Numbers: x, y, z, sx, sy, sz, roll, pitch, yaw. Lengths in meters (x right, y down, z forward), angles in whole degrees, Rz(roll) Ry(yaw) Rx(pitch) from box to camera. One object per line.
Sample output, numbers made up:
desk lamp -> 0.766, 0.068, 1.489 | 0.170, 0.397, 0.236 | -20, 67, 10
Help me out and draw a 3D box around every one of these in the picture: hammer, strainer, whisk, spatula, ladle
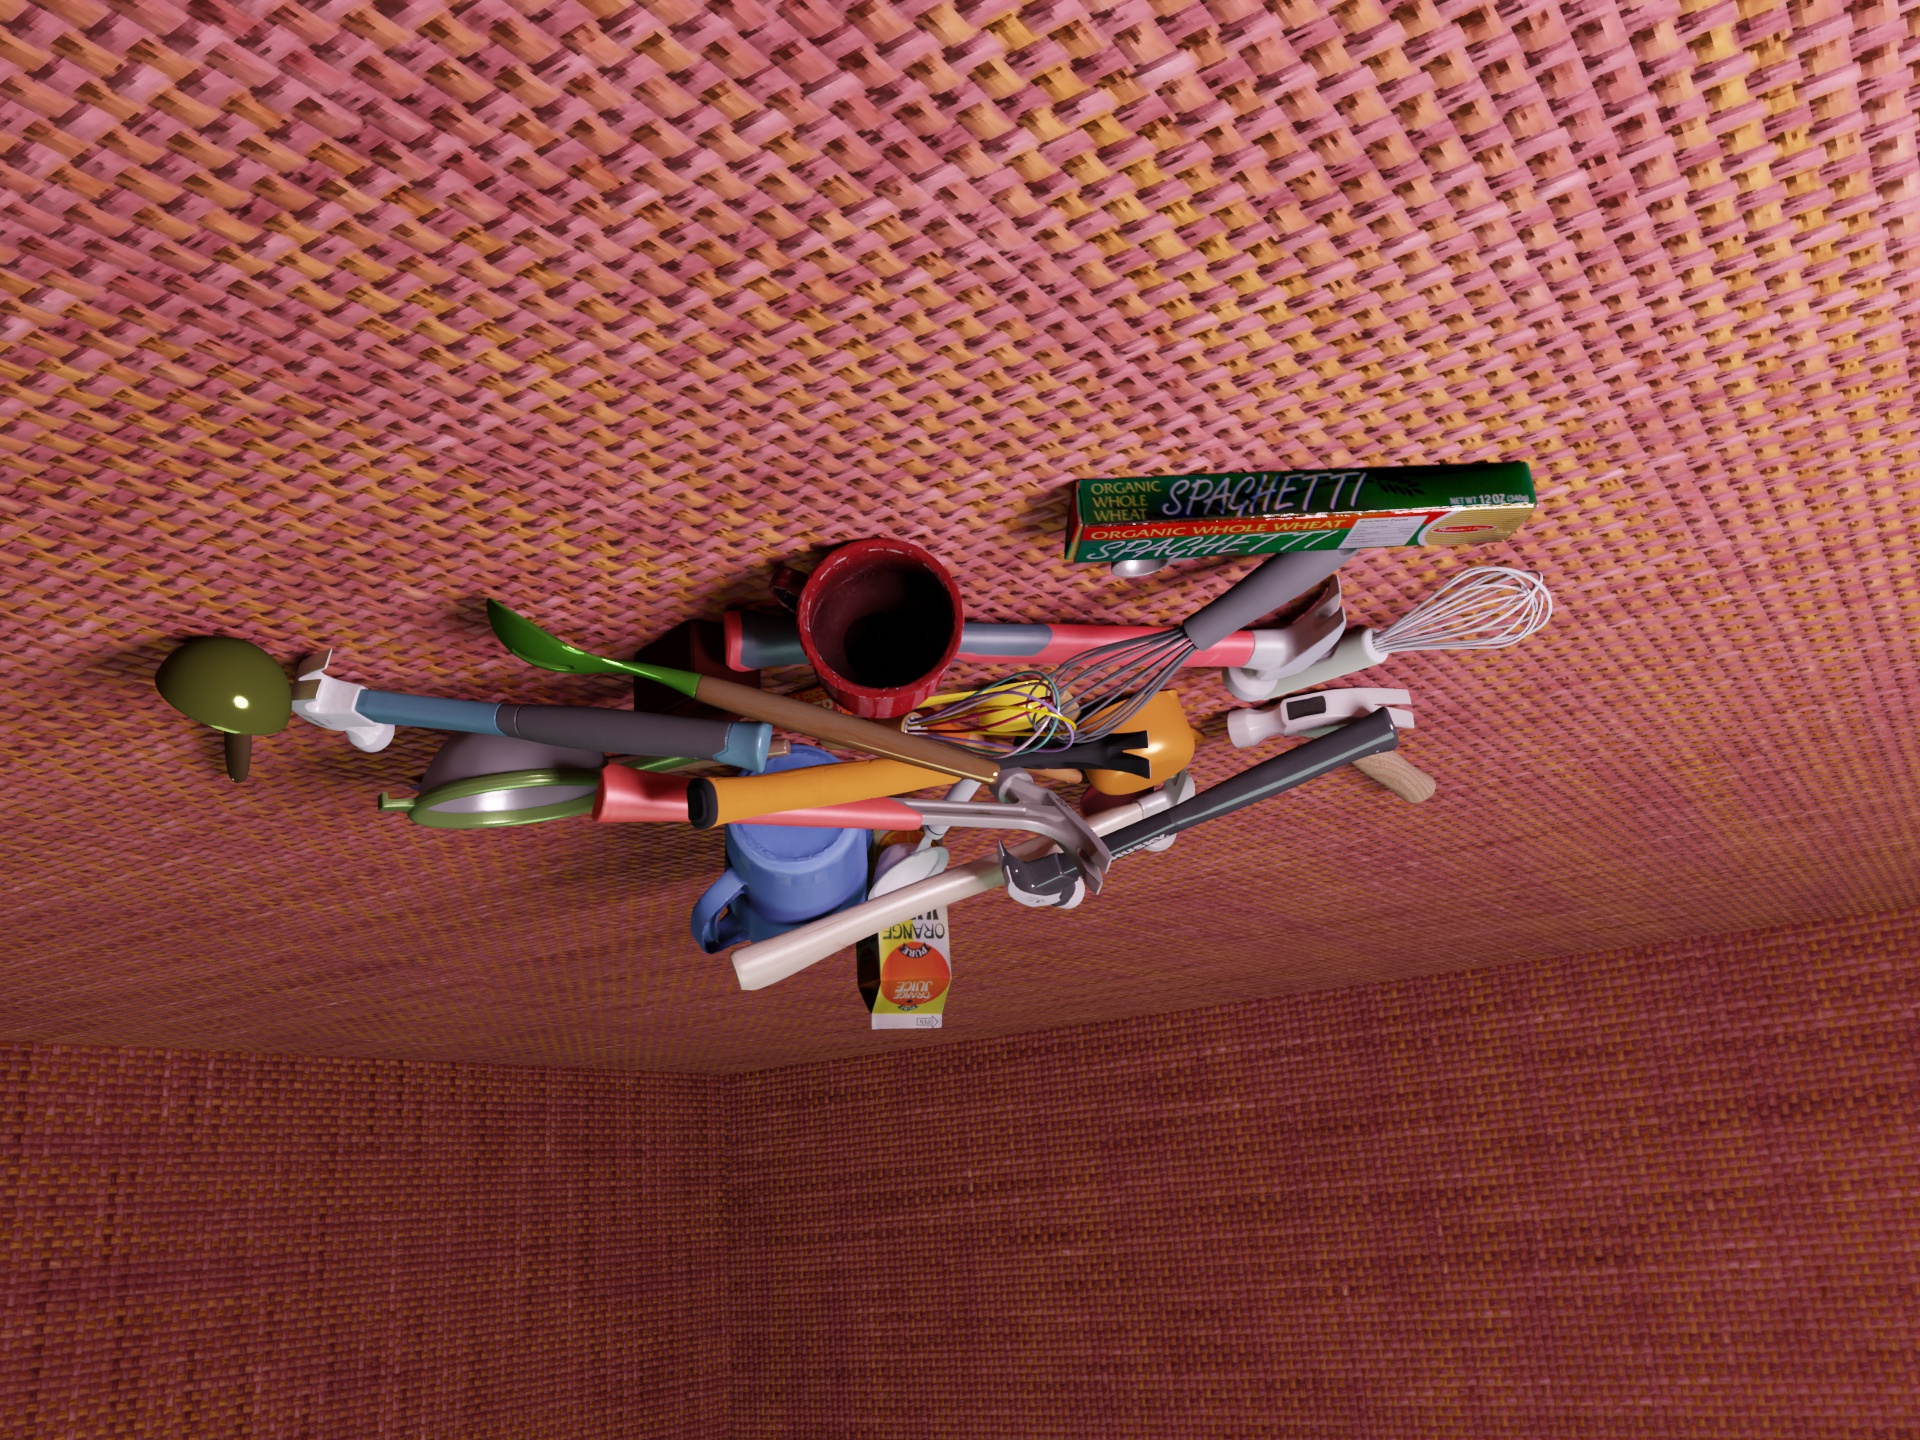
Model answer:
hammer -> 0.005, 0.129, 1.327 | 0.410, 0.038, 0.146 | -20, 154, -13
strainer -> -0.265, 0.017, 1.109 | 0.256, 0.069, 0.151 | -14, 168, 14
whisk -> 0.138, -0.054, 0.942 | 0.239, 0.055, 0.055 | -33, 151, 23
hammer -> -0.027, 0.036, 1.062 | 0.336, 0.034, 0.127 | -7, -175, -39
hammer -> 0.345, 0.027, 1.343 | 0.130, 0.031, 0.331 | -13, 161, 28
spatula -> -0.284, 0.039, 1.255 | 0.316, 0.018, 0.059 | -7, 165, 13
ladle -> 0.109, 0.029, 1.300 | 0.069, 0.031, 0.315 | -25, 158, 5
hammer -> 0.047, -0.054, 1.002 | 0.386, 0.038, 0.143 | 0, 161, -15
hammer -> -0.073, 0.066, 1.097 | 0.359, 0.036, 0.149 | 5, -156, -30
ladle -> -0.488, 0.012, 1.061 | 0.078, 0.062, 0.320 | 26, 156, -16
whisk -> 0.283, -0.053, 1.063 | 0.059, 0.058, 0.246 | 43, 145, -19
hammer -> -0.271, 0.001, 0.999 | 0.331, 0.033, 0.128 | 5, 162, 15
strainer -> -0.025, 0.096, 1.392 | 0.087, 0.050, 0.258 | -16, 153, -37
spatula -> 0.013, 0.027, 1.248 | 0.081, 0.041, 0.322 | -7, 165, 32
hammer -> 0.181, 0.069, 1.235 | 0.335, 0.035, 0.146 | -26, 156, 22
whisk -> -0.018, 0.002, 1.003 | 0.047, 0.051, 0.245 | -14, -174, -39

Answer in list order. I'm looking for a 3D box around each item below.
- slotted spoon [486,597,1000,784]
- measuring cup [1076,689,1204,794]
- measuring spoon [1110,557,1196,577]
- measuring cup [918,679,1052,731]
slotted spoon -> -0.128, -0.012, 0.928 | 0.313, 0.031, 0.070 | 17, 176, 0
measuring cup -> 0.157, 0.026, 1.236 | 0.095, 0.052, 0.173 | -31, 156, 27
measuring spoon -> 0.145, -0.106, 0.908 | 0.124, 0.018, 0.034 | -13, 164, 6
measuring cup -> -0.002, -0.004, 1.120 | 0.156, 0.029, 0.062 | -8, 171, -31
